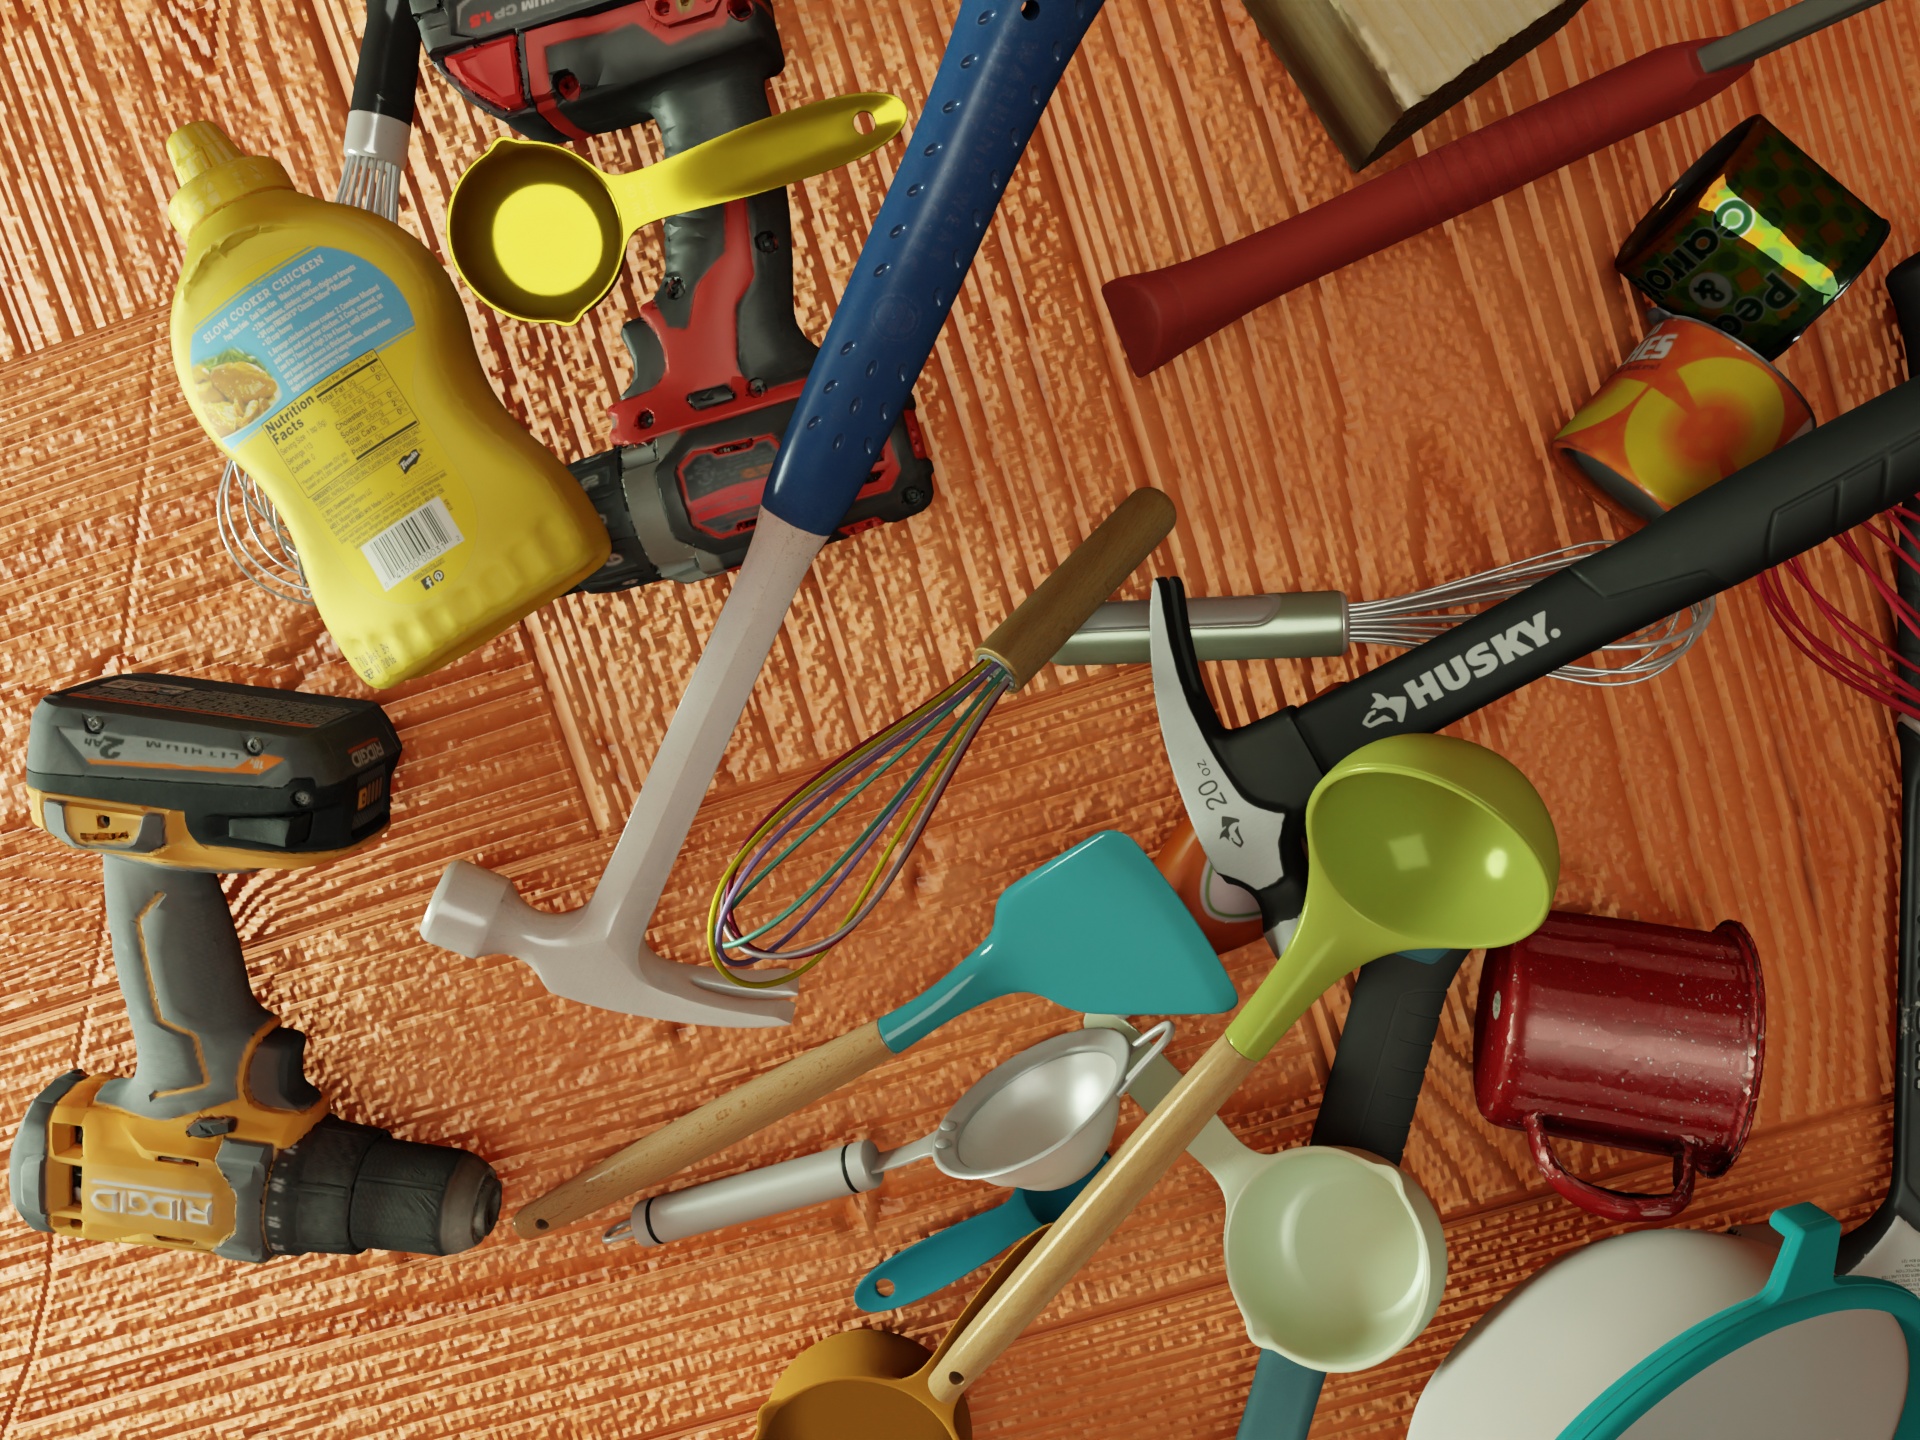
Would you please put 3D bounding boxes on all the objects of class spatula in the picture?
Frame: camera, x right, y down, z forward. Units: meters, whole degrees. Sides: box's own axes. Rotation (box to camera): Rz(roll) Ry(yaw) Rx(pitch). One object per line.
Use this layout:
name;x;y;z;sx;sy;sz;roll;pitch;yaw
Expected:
spatula;-0.051;0.136;0.607;0.317;0.044;0.082;-30;106;15

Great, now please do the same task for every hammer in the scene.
hammer;0.140;0.217;0.617;0.128;0.033;0.331;16;94;19
hammer;0.220;-0.208;0.546;0.359;0.149;0.036;-22;95;17
hammer;0.367;0.027;0.589;0.149;0.036;0.409;-1;97;3
hammer;-0.055;-0.058;0.549;0.144;0.035;0.405;23;113;-11
hammer;0.215;-0.050;0.510;0.335;0.035;0.146;-30;84;22

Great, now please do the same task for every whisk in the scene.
whisk;0.000;0.000;0.556;0.047;0.051;0.245;47;65;-7
whisk;0.150;-0.037;0.591;0.246;0.058;0.059;-2;132;8
whisk;0.380;0.011;0.544;0.295;0.073;0.073;40;98;-9
whisk;-0.221;-0.183;0.594;0.070;0.070;0.284;10;93;2

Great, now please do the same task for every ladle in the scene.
ladle;0.078;0.133;0.535;0.078;0.062;0.320;38;109;5

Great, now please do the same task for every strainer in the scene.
strainer;-0.030;0.173;0.620;0.258;0.087;0.050;-19;105;17
strainer;0.187;0.299;0.564;0.340;0.095;0.210;-43;124;1

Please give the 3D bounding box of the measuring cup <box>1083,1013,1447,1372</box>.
measuring cup;0.110;0.166;0.598;0.168;0.038;0.083;43;105;35

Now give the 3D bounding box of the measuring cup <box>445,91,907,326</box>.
measuring cup;-0.092;-0.177;0.529;0.156;0.029;0.062;-20;103;-5

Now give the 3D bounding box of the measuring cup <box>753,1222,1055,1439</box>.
measuring cup;-0.012;0.258;0.634;0.095;0.052;0.173;38;96;-1

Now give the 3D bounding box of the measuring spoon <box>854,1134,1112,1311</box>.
measuring spoon;0.010;0.206;0.647;0.128;0.021;0.042;-33;89;16

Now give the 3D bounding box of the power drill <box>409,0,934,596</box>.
power drill;-0.125;-0.157;0.580;0.188;0.080;0.226;-15;99;6

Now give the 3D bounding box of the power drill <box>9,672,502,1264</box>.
power drill;-0.268;0.106;0.619;0.185;0.084;0.226;8;102;2
